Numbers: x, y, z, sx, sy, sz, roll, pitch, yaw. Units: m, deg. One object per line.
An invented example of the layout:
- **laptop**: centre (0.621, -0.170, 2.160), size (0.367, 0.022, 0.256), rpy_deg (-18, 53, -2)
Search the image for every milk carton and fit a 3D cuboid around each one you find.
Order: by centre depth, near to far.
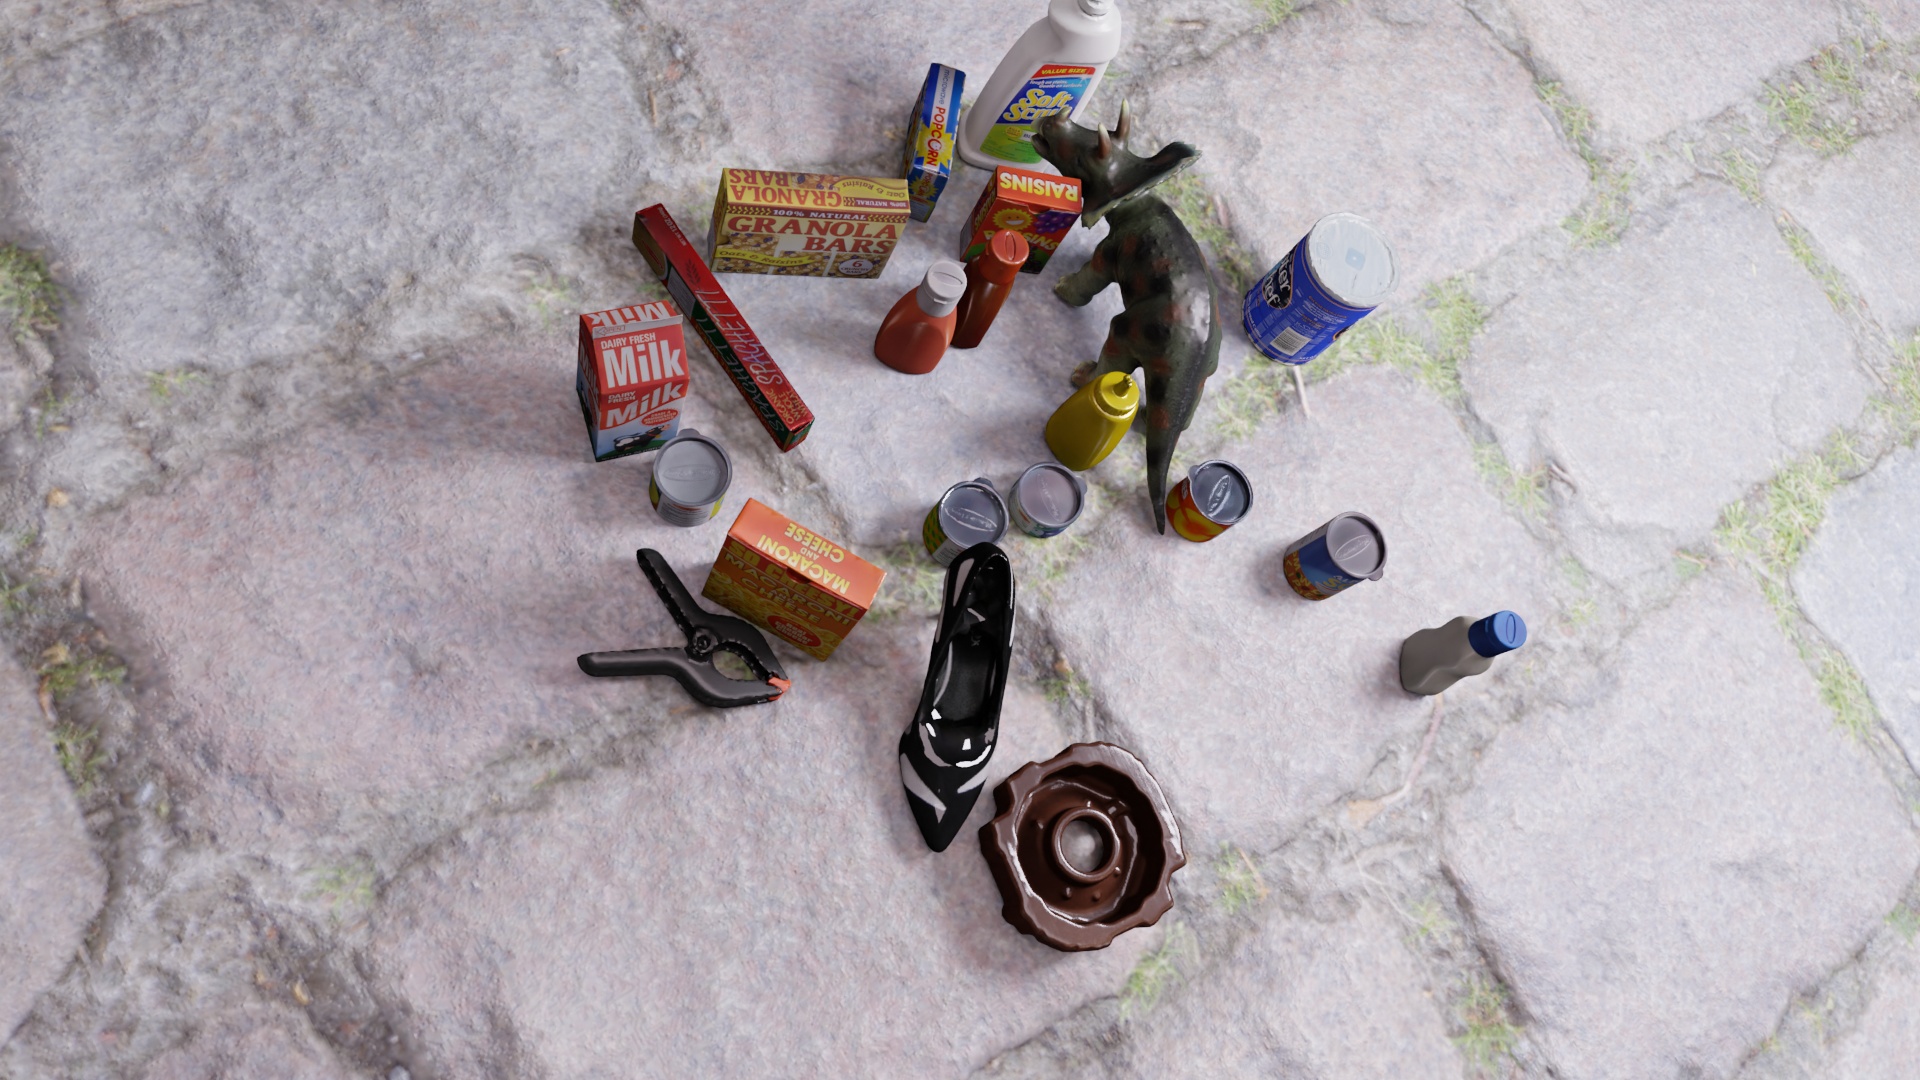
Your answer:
- **milk carton**: centre (-0.270, -0.136, 1.138), size (0.072, 0.190, 0.073), rpy_deg (-13, 76, -21)

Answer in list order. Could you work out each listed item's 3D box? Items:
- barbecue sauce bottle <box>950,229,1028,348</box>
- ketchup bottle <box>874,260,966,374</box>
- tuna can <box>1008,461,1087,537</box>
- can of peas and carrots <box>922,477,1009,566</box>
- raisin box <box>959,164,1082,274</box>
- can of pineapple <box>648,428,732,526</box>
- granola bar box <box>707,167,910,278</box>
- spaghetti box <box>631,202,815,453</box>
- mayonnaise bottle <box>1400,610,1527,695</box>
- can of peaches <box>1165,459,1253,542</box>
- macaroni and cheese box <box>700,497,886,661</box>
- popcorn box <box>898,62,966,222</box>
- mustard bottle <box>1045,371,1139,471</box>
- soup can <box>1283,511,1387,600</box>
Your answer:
- **barbecue sauce bottle**: centre (0.022, -0.236, 1.288), size (0.044, 0.148, 0.065), rpy_deg (5, 71, -16)
- **ketchup bottle**: centre (-0.032, -0.201, 1.259), size (0.065, 0.148, 0.044), rpy_deg (16, 68, -12)
- **tuna can**: centre (0.082, -0.038, 1.301), size (0.071, 0.032, 0.071), rpy_deg (6, 70, -16)
- **can of peas and carrots**: centre (0.004, -0.016, 1.255), size (0.071, 0.058, 0.071), rpy_deg (6, 70, -16)
- **raisin box**: centre (0.056, -0.307, 1.338), size (0.086, 0.123, 0.040), rpy_deg (7, 70, -15)
- **can of pineapple**: centre (-0.232, -0.052, 1.194), size (0.071, 0.057, 0.071), rpy_deg (6, 70, -16)
- **granola bar box**: centre (-0.141, -0.286, 1.268), size (0.166, 0.123, 0.039), rpy_deg (-1, 72, -18)
- **spaghetti box**: centre (-0.215, -0.191, 1.252), size (0.029, 0.050, 0.250), rpy_deg (-33, 84, -24)
- **mayonnaise bottle**: centre (0.473, 0.102, 1.311), size (0.041, 0.147, 0.065), rpy_deg (16, 68, -12)
- **can of peaches**: centre (0.237, -0.039, 1.336), size (0.071, 0.058, 0.071), rpy_deg (6, 70, -16)
- **macaroni and cheese box**: centre (-0.140, 0.037, 1.132), size (0.124, 0.166, 0.040), rpy_deg (29, 66, -6)
- **popcorn box**: centre (-0.030, -0.390, 1.361), size (0.038, 0.085, 0.127), rpy_deg (13, 68, -13)
- **mustard bottle**: centre (0.128, -0.116, 1.273), size (0.049, 0.159, 0.065), rpy_deg (-38, 86, -25)
- **soup can**: centre (0.362, 0.019, 1.341), size (0.071, 0.083, 0.071), rpy_deg (6, 70, -16)
